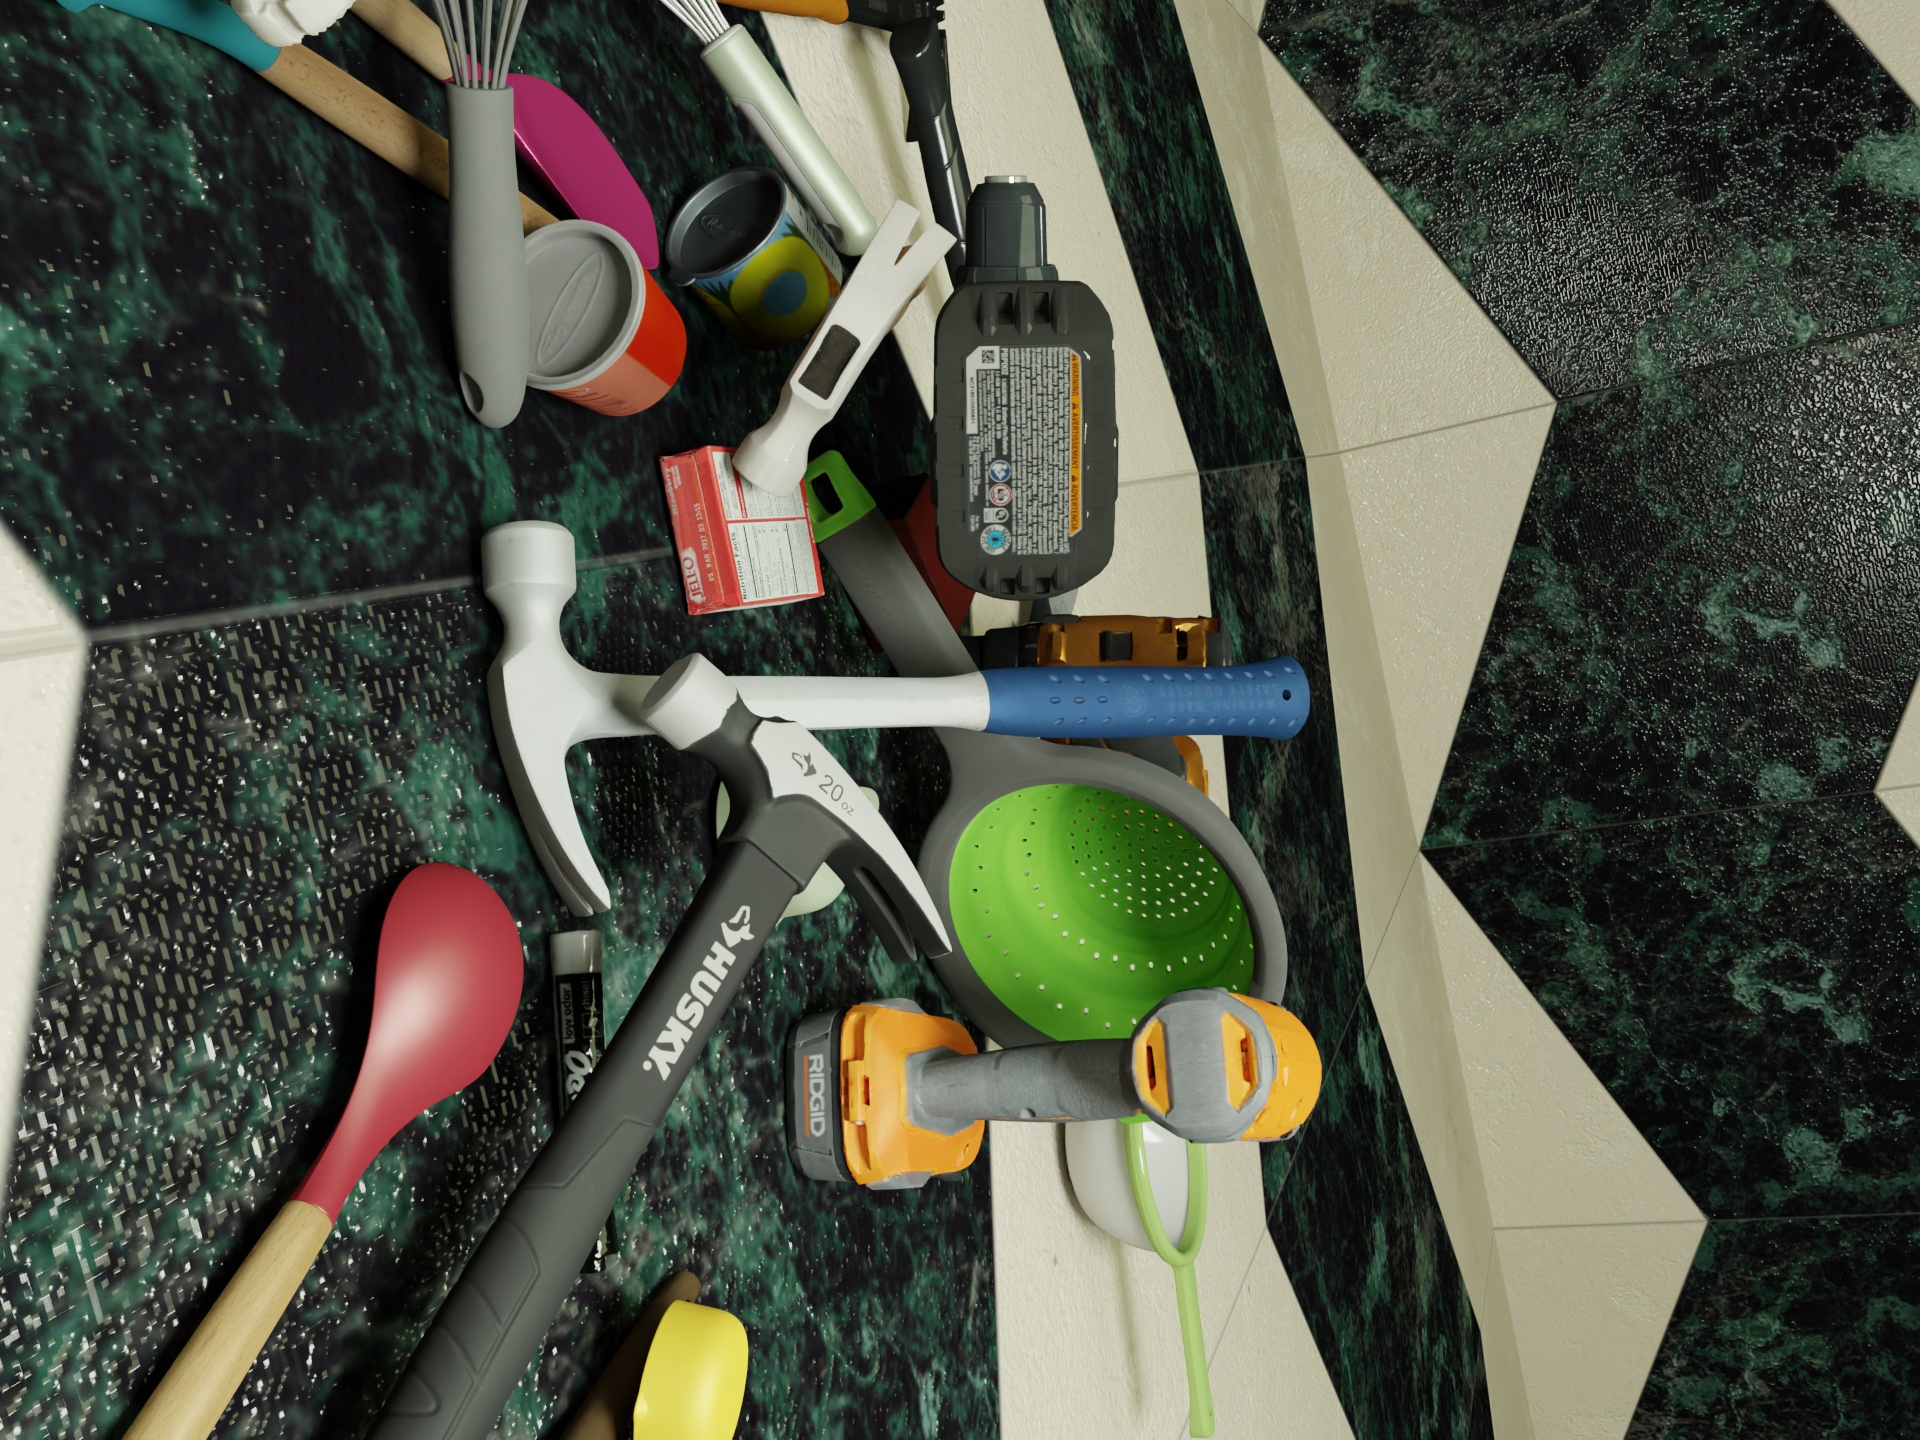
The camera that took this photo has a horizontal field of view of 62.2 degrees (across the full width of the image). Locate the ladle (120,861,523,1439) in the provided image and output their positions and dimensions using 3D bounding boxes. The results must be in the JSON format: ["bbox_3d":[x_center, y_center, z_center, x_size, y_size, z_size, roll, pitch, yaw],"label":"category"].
[{"bbox_3d":[-0.194,0.157,0.434,0.316,0.031,0.069,-69,143,-48],"label":"ladle"}]

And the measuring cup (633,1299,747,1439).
[{"bbox_3d":[-0.098,0.286,0.559,0.062,0.029,0.156,50,45,-81],"label":"measuring cup"}]

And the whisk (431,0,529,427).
[{"bbox_3d":[-0.162,-0.215,0.544,0.055,0.055,0.238,-56,156,-59],"label":"whisk"}]

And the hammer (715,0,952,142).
[{"bbox_3d":[-0.085,-0.402,0.893,0.337,0.034,0.127,-34,122,-62],"label":"hammer"}]

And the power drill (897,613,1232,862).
[{"bbox_3d":[0.066,0.010,0.957,0.226,0.185,0.084,77,14,-62],"label":"power drill"}]

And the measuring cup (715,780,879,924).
[{"bbox_3d":[-0.061,0.047,0.766,0.167,0.038,0.083,-13,93,-68],"label":"measuring cup"}]

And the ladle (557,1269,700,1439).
[{"bbox_3d":[-0.138,0.277,0.474,0.320,0.062,0.078,-53,142,-63],"label":"ladle"}]

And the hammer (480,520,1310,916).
[{"bbox_3d":[-0.001,-0.002,0.687,0.405,0.035,0.144,-1,81,-35],"label":"hammer"}]

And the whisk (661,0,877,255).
[{"bbox_3d":[-0.116,-0.319,0.732,0.059,0.058,0.246,-45,114,-17],"label":"whisk"}]

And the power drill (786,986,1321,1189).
[{"bbox_3d":[0.052,0.168,0.736,0.164,0.226,0.084,28,55,-61],"label":"power drill"}]

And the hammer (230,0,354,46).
[{"bbox_3d":[-0.227,-0.404,0.521,0.146,0.038,0.411,52,29,-51],"label":"hammer"}]

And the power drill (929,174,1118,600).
[{"bbox_3d":[0.026,-0.163,0.768,0.229,0.080,0.190,-92,-179,-71],"label":"power drill"}]

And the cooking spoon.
[{"bbox_3d":[-0.207,-0.257,0.585,0.318,0.017,0.069,30,45,-61],"label":"cooking spoon"}]

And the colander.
[{"bbox_3d":[0.042,0.024,0.846,0.397,0.204,0.094,58,34,-10],"label":"colander"}]

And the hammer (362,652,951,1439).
[{"bbox_3d":[-0.114,0.141,0.510,0.146,0.035,0.335,44,51,-21],"label":"hammer"}]

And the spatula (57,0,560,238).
[{"bbox_3d":[-0.206,-0.215,0.537,0.317,0.044,0.082,20,59,-65],"label":"spatula"}]

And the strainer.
[{"bbox_3d":[0.113,0.324,1.013,0.151,0.069,0.256,6,76,-68],"label":"strainer"}]

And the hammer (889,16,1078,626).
[{"bbox_3d":[0.021,-0.238,1.031,0.149,0.036,0.408,-63,143,-57],"label":"hammer"}]

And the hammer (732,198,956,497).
[{"bbox_3d":[-0.043,-0.213,0.821,0.031,0.130,0.331,33,21,-9],"label":"hammer"}]
